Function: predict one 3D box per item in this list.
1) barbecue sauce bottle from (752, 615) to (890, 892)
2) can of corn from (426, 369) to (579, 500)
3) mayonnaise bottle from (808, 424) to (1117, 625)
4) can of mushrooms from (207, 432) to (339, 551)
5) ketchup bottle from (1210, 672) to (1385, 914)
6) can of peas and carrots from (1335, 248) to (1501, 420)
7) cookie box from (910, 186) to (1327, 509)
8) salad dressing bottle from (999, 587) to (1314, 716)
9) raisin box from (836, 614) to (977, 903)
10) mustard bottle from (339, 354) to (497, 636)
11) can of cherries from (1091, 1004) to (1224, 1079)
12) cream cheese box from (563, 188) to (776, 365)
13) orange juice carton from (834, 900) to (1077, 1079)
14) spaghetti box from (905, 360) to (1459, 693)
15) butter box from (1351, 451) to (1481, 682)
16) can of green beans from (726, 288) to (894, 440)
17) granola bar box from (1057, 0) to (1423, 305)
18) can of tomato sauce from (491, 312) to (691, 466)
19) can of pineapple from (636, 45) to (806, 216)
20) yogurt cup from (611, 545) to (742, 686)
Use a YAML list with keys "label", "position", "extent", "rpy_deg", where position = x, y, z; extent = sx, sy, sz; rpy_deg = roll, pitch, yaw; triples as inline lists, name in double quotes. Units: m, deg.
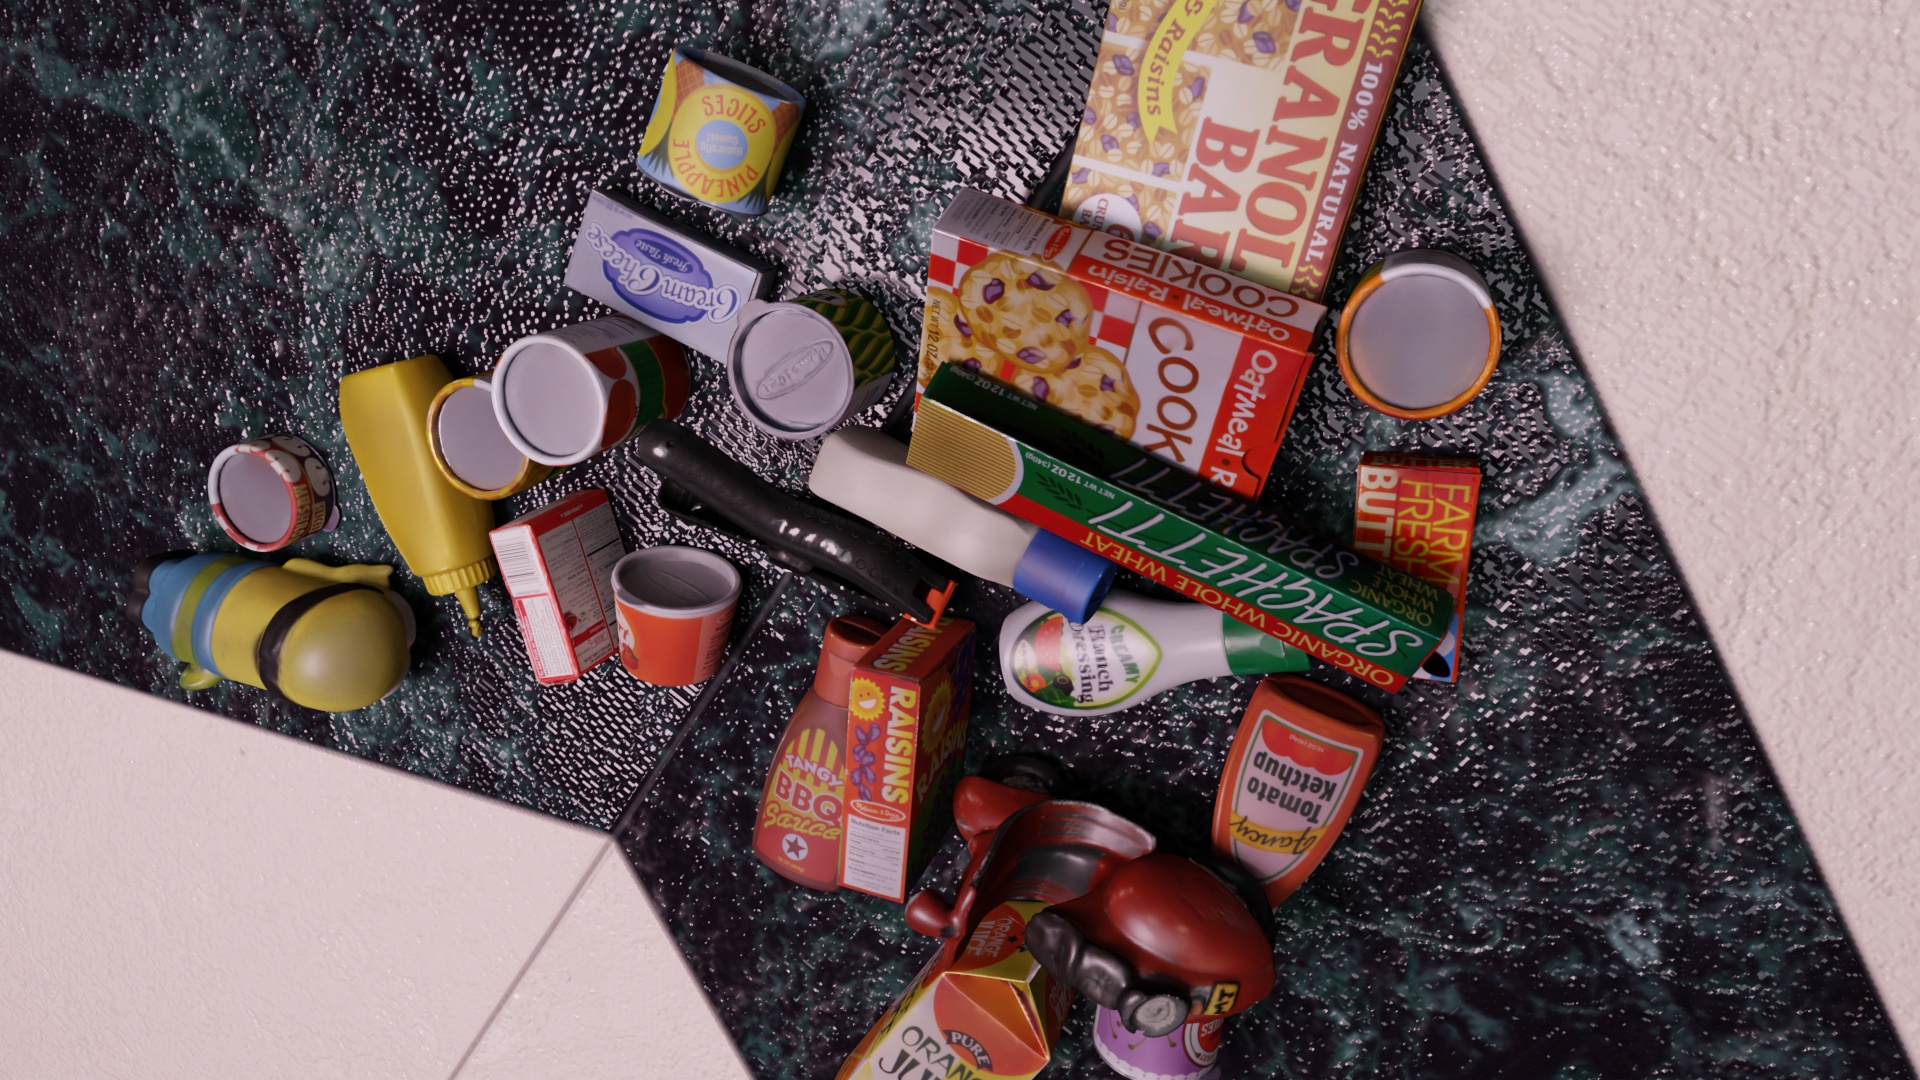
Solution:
- label: "barbecue sauce bottle"
  position: [-0.069, 0.113, 0.749]
  extent: [0.065, 0.044, 0.148]
  rpy_deg: [22, 112, 18]
- label: "can of corn"
  position: [-0.243, -0.058, 0.747]
  extent: [0.071, 0.058, 0.071]
  rpy_deg: [5, 108, 17]
- label: "mayonnaise bottle"
  position: [0.002, -0.008, 0.669]
  extent: [0.148, 0.065, 0.041]
  rpy_deg: [28, 104, 17]
- label: "can of mushrooms"
  position: [-0.407, -0.027, 0.825]
  extent: [0.071, 0.033, 0.070]
  rpy_deg: [5, 107, 17]
- label: "ketchup bottle"
  position: [0.153, 0.141, 0.684]
  extent: [0.065, 0.044, 0.148]
  rpy_deg: [23, 112, 15]
- label: "can of peas and carrots"
  position: [0.195, -0.086, 0.593]
  extent: [0.071, 0.059, 0.070]
  rpy_deg: [5, 108, 17]
- label: "cookie box"
  position: [0.064, -0.074, 0.623]
  extent: [0.167, 0.040, 0.122]
  rpy_deg: [21, 139, 11]
- label: "salad dressing bottle"
  position: [0.095, 0.050, 0.675]
  extent: [0.147, 0.044, 0.064]
  rpy_deg: [-7, 97, 20]
- label: "raisin box"
  position: [-0.026, 0.108, 0.710]
  extent: [0.040, 0.086, 0.123]
  rpy_deg: [11, 109, 17]
- label: "mustard bottle"
  position: [-0.295, -0.022, 0.780]
  extent: [0.065, 0.049, 0.159]
  rpy_deg: [-6, 105, 31]
- label: "can of cherries"
  position: [0.107, 0.237, 0.716]
  extent: [0.071, 0.072, 0.058]
  rpy_deg: [11, 109, 15]
- label: "cream cheese box"
  position: [-0.149, -0.136, 0.711]
  extent: [0.104, 0.024, 0.053]
  rpy_deg: [27, 113, 9]
- label: "orange juice carton"
  position: [0.000, 0.270, 0.759]
  extent: [0.073, 0.072, 0.192]
  rpy_deg: [37, 114, 4]
- label: "spaghetti box"
  position: [0.094, -0.006, 0.619]
  extent: [0.250, 0.029, 0.050]
  rpy_deg: [26, 143, 7]
- label: "butter box"
  position: [0.206, 0.012, 0.638]
  extent: [0.053, 0.024, 0.103]
  rpy_deg: [6, 108, 17]
- label: "can of green beans"
  position: [-0.072, -0.088, 0.681]
  extent: [0.071, 0.058, 0.071]
  rpy_deg: [5, 108, 17]
- label: "granola bar box"
  position: [0.116, -0.178, 0.602]
  extent: [0.124, 0.039, 0.164]
  rpy_deg: [18, 111, 12]
- label: "can of tomato sauce"
  position: [-0.187, -0.077, 0.709]
  extent: [0.071, 0.083, 0.071]
  rpy_deg: [5, 108, 17]
- label: "can of pineapple"
  position: [-0.113, -0.193, 0.657]
  extent: [0.071, 0.071, 0.057]
  rpy_deg: [29, 113, 8]
- label: "yogurt cup"
  position: [-0.153, 0.041, 0.746]
  extent: [0.072, 0.073, 0.053]
  rpy_deg: [17, 119, 13]
